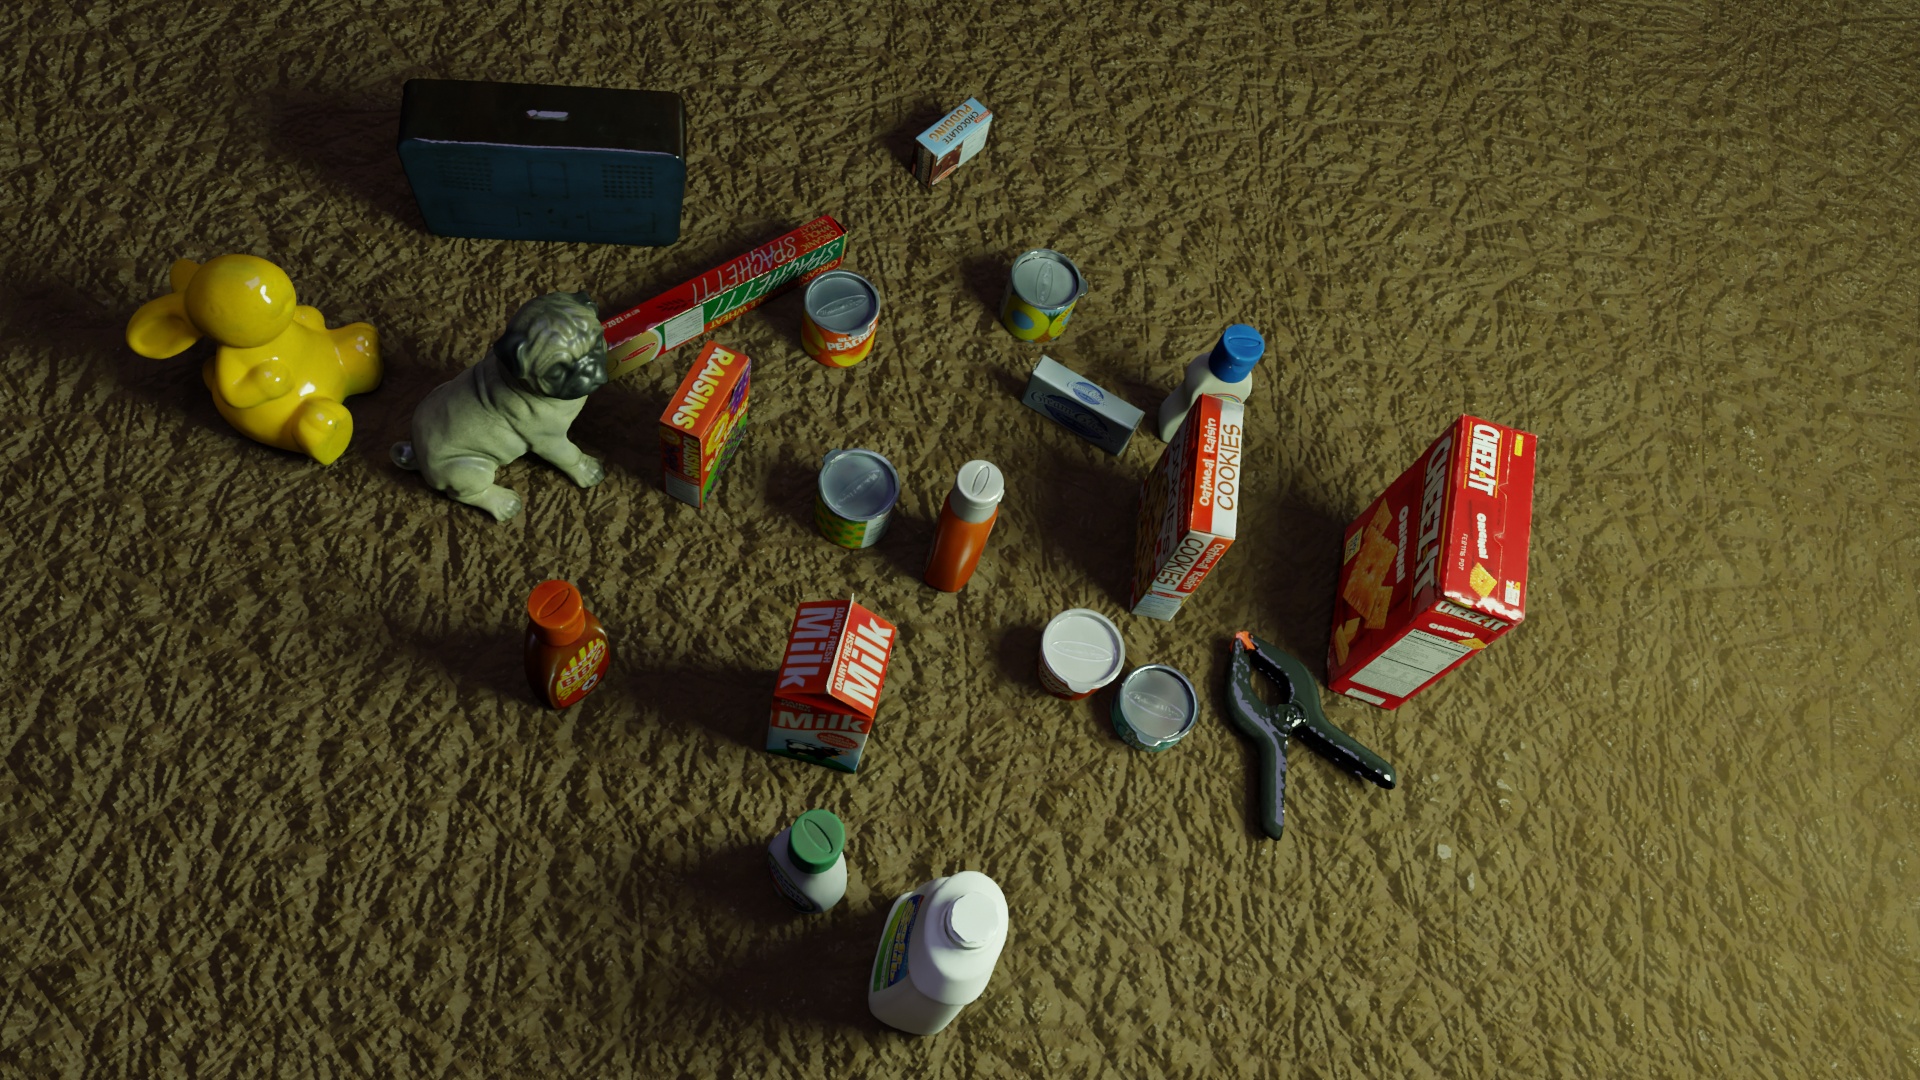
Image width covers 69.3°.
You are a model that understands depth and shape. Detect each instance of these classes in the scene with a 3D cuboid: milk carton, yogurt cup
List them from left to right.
[{"bbox_3d":[-0.094,0.104,1.004,0.073,0.189,0.072,15,63,-3],"label":"milk carton"},{"bbox_3d":[0.093,0.095,1.120,0.072,0.053,0.072,4,64,-9],"label":"yogurt cup"}]

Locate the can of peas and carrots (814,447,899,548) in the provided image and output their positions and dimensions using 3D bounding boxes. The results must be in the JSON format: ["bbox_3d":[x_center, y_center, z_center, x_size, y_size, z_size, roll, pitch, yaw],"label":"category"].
[{"bbox_3d":[-0.088,-0.035,1.146,0.071,0.058,0.071,4,64,-9],"label":"can of peas and carrots"}]

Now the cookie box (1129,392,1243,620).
[{"bbox_3d":[0.181,-0.024,1.130,0.040,0.166,0.123,12,63,-5],"label":"cookie box"}]

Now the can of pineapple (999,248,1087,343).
[{"bbox_3d":[0.074,-0.221,1.266,0.071,0.057,0.071,4,64,-9],"label":"can of pineapple"}]

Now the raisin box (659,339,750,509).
[{"bbox_3d":[-0.205,-0.091,1.115,0.040,0.123,0.086,25,63,2],"label":"raisin box"}]

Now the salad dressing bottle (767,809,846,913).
[{"bbox_3d":[-0.105,0.222,0.969,0.044,0.147,0.064,-37,76,-23],"label":"salad dressing bottle"}]

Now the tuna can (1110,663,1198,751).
[{"bbox_3d":[0.155,0.138,1.123,0.071,0.032,0.071,4,64,-9],"label":"tuna can"}]

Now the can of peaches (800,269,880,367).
[{"bbox_3d":[-0.105,-0.192,1.219,0.071,0.057,0.071,4,64,-9],"label":"can of peaches"}]

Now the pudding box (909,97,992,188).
[{"bbox_3d":[-0.009,-0.382,1.333,0.030,0.049,0.084,42,65,10],"label":"pudding box"}]

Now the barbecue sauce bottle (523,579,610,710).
[{"bbox_3d":[-0.288,0.073,1.006,0.044,0.148,0.065,39,64,9],"label":"barbecue sauce bottle"}]

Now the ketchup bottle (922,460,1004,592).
[{"bbox_3d":[0.004,-0.014,1.102,0.043,0.148,0.065,23,63,1],"label":"ketchup bottle"}]

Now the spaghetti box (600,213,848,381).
[{"bbox_3d":[-0.209,-0.214,1.214,0.251,0.050,0.029,-32,74,-22],"label":"spaghetti box"}]

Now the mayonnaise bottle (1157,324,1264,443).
[{"bbox_3d":[0.219,-0.131,1.200,0.065,0.147,0.041,3,65,-9],"label":"mayonnaise bottle"}]

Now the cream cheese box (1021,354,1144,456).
[{"bbox_3d":[0.106,-0.118,1.225,0.104,0.053,0.024,30,63,5],"label":"cream cheese box"}]
